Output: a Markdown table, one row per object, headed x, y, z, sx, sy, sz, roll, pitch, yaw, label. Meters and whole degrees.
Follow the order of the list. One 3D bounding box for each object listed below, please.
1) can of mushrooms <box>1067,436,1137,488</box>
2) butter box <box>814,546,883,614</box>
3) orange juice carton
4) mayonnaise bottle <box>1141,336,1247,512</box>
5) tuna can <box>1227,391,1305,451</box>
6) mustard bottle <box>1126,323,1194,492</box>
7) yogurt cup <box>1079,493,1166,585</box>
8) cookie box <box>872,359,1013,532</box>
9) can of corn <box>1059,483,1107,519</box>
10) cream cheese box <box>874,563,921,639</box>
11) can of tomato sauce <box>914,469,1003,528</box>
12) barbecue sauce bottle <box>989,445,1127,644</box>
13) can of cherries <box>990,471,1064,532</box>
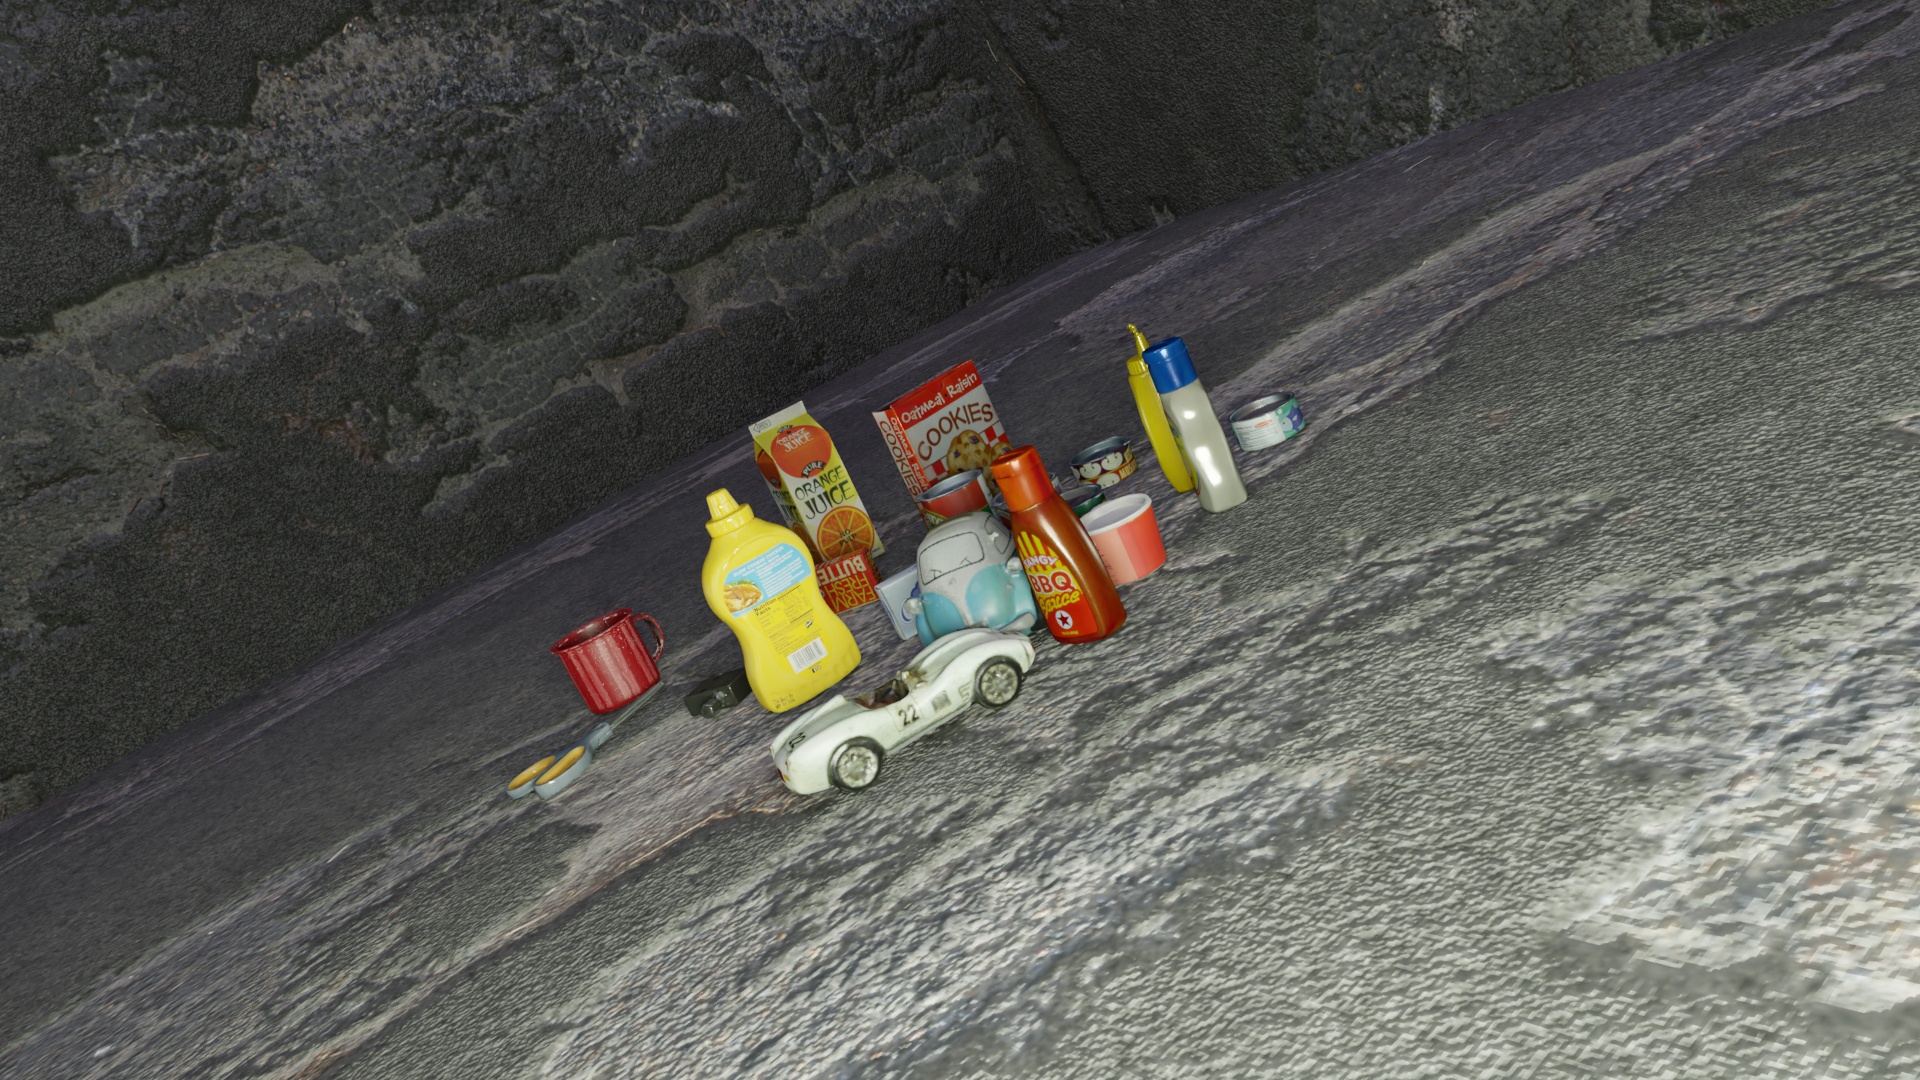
| x | y | z | sx | sy | sz | roll | pitch | yaw | label |
| --- | --- | --- | --- | --- | --- | --- | --- | --- | --- |
| 0.149 | -0.079 | 1.432 | 0.071 | 0.033 | 0.071 | -24 | 14 | 6 | can of mushrooms |
| -0.129 | 0.047 | 1.402 | 0.103 | 0.053 | 0.024 | -20 | 14 | 20 | butter box |
| -0.166 | -0.056 | 1.559 | 0.072 | 0.192 | 0.073 | -30 | 14 | -21 | orange juice carton |
| 0.197 | -0.099 | 1.177 | 0.041 | 0.147 | 0.065 | -25 | 13 | 3 | mayonnaise bottle |
| 0.291 | -0.114 | 1.315 | 0.071 | 0.032 | 0.071 | -24 | 14 | 6 | tuna can |
| 0.188 | -0.125 | 1.267 | 0.048 | 0.160 | 0.065 | -19 | 14 | 23 | mustard bottle |
| 0.131 | 0.001 | 1.121 | 0.072 | 0.054 | 0.072 | -24 | 14 | 6 | yogurt cup |
| -0.004 | -0.088 | 1.449 | 0.123 | 0.167 | 0.040 | -35 | 16 | -36 | cookie box |
| 0.104 | -0.009 | 1.196 | 0.071 | 0.058 | 0.071 | -24 | 13 | 6 | can of corn |
| -0.019 | 0.041 | 1.234 | 0.104 | 0.053 | 0.024 | -29 | 14 | -14 | cream cheese box |
| 0.005 | -0.017 | 1.345 | 0.071 | 0.083 | 0.071 | -24 | 13 | 6 | can of tomato sauce |
| 0.068 | 0.003 | 1.022 | 0.044 | 0.148 | 0.064 | -35 | 17 | -37 | barbecue sauce bottle |
| 0.069 | -0.024 | 1.310 | 0.071 | 0.058 | 0.072 | -24 | 13 | 6 | can of cherries |
